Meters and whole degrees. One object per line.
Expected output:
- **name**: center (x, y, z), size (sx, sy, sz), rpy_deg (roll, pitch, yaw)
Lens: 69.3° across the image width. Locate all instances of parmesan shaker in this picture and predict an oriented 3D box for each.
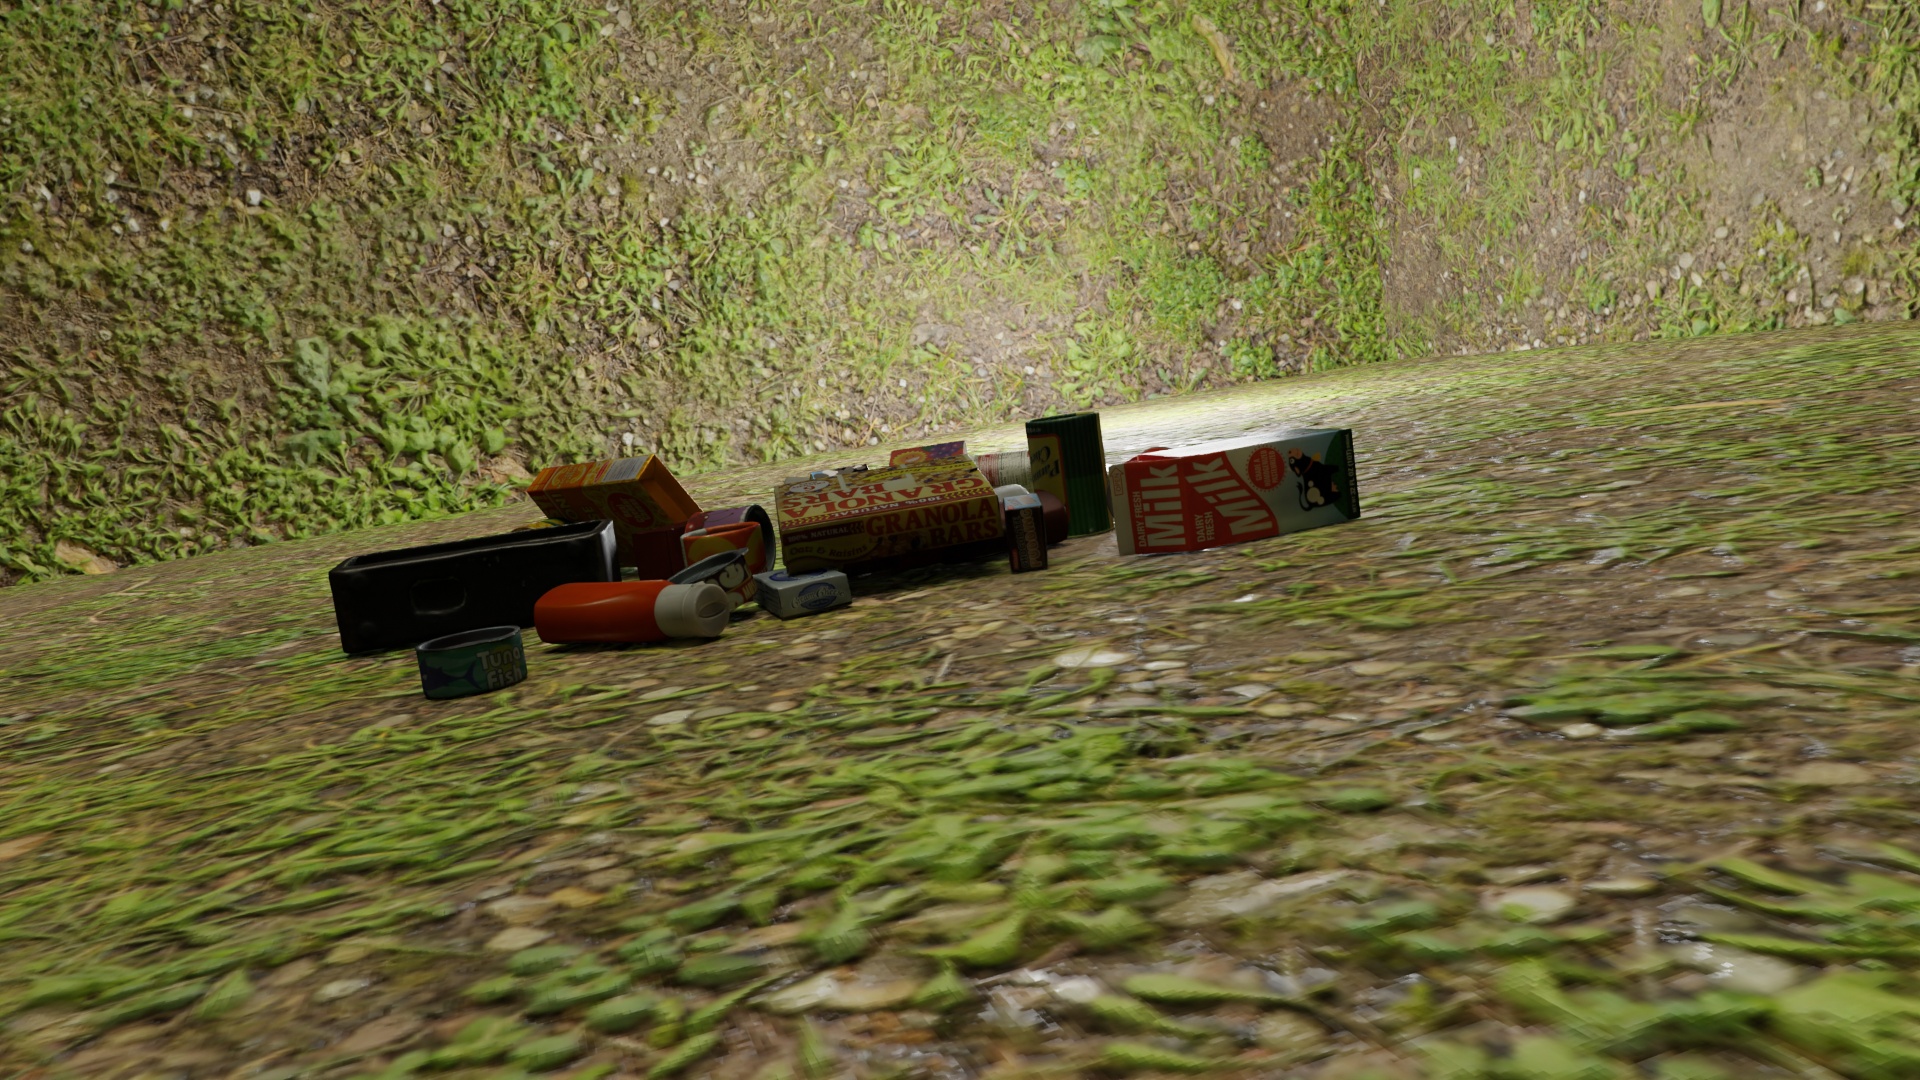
- **parmesan shaker**: center (0.094, -0.057, 1.210), size (0.071, 0.103, 0.071), rpy_deg (-9, 7, 1)

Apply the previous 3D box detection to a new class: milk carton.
- **milk carton**: center (0.202, -0.038, 1.057), size (0.191, 0.072, 0.073), rpy_deg (-11, 8, -19)

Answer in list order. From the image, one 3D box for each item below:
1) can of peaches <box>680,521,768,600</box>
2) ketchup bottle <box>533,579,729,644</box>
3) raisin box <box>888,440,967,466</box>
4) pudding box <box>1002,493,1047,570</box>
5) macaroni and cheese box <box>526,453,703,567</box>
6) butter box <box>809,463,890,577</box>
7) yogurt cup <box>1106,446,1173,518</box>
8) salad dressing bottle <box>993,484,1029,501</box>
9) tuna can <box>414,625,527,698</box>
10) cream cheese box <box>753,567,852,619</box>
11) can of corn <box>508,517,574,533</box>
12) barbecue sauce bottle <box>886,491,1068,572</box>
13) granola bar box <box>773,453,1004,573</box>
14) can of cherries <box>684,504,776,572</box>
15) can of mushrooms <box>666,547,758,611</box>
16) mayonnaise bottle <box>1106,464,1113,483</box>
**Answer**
- **can of peaches**: center (-0.187, 0.018, 1.123), size (0.071, 0.058, 0.071), rpy_deg (-9, 7, 1)
- **ketchup bottle**: center (-0.230, 0.050, 0.983), size (0.148, 0.043, 0.065), rpy_deg (-3, 9, 33)
- **raisin box**: center (-0.034, -0.060, 1.486), size (0.086, 0.040, 0.124), rpy_deg (-9, 28, 7)
- **pudding box**: center (0.050, -0.007, 1.079), size (0.030, 0.049, 0.084), rpy_deg (-7, 8, 2)
- **macaroni and cheese box**: center (-0.342, -0.026, 1.411), size (0.166, 0.123, 0.040), rpy_deg (-4, 46, 34)
- **butter box**: center (-0.090, -0.017, 1.173), size (0.053, 0.104, 0.024), rpy_deg (-11, -37, -18)
- **yogurt cup**: center (0.159, -0.040, 1.164), size (0.072, 0.072, 0.054), rpy_deg (-2, 18, 44)
- **salad dressing bottle**: center (0.004, -0.015, 1.229), size (0.064, 0.044, 0.148), rpy_deg (1, 12, 42)
- **tuna can**: center (-0.315, 0.078, 0.902), size (0.071, 0.032, 0.071), rpy_deg (-8, 7, 1)
- **cream cheese box**: center (-0.120, 0.037, 1.038), size (0.053, 0.024, 0.104), rpy_deg (-12, 8, -19)
- **can of corn**: center (-0.416, 0.013, 1.393), size (0.071, 0.071, 0.058), rpy_deg (-6, 8, 17)
- **barbecue sauce bottle**: center (0.011, -0.006, 1.145), size (0.149, 0.043, 0.065), rpy_deg (-12, 15, -23)
- **granola bar box**: center (-0.061, -0.024, 1.089), size (0.166, 0.039, 0.124), rpy_deg (-10, 19, -8)
- **can of cherries**: center (-0.202, 0.006, 1.215), size (0.058, 0.071, 0.071), rpy_deg (-7, 7, 16)
- **can of mushrooms**: center (-0.184, 0.034, 1.031), size (0.071, 0.033, 0.071), rpy_deg (-22, 13, 5)
- **mayonnaise bottle**: center (0.137, -0.055, 1.398), size (0.065, 0.041, 0.148), rpy_deg (-6, 6, 9)
